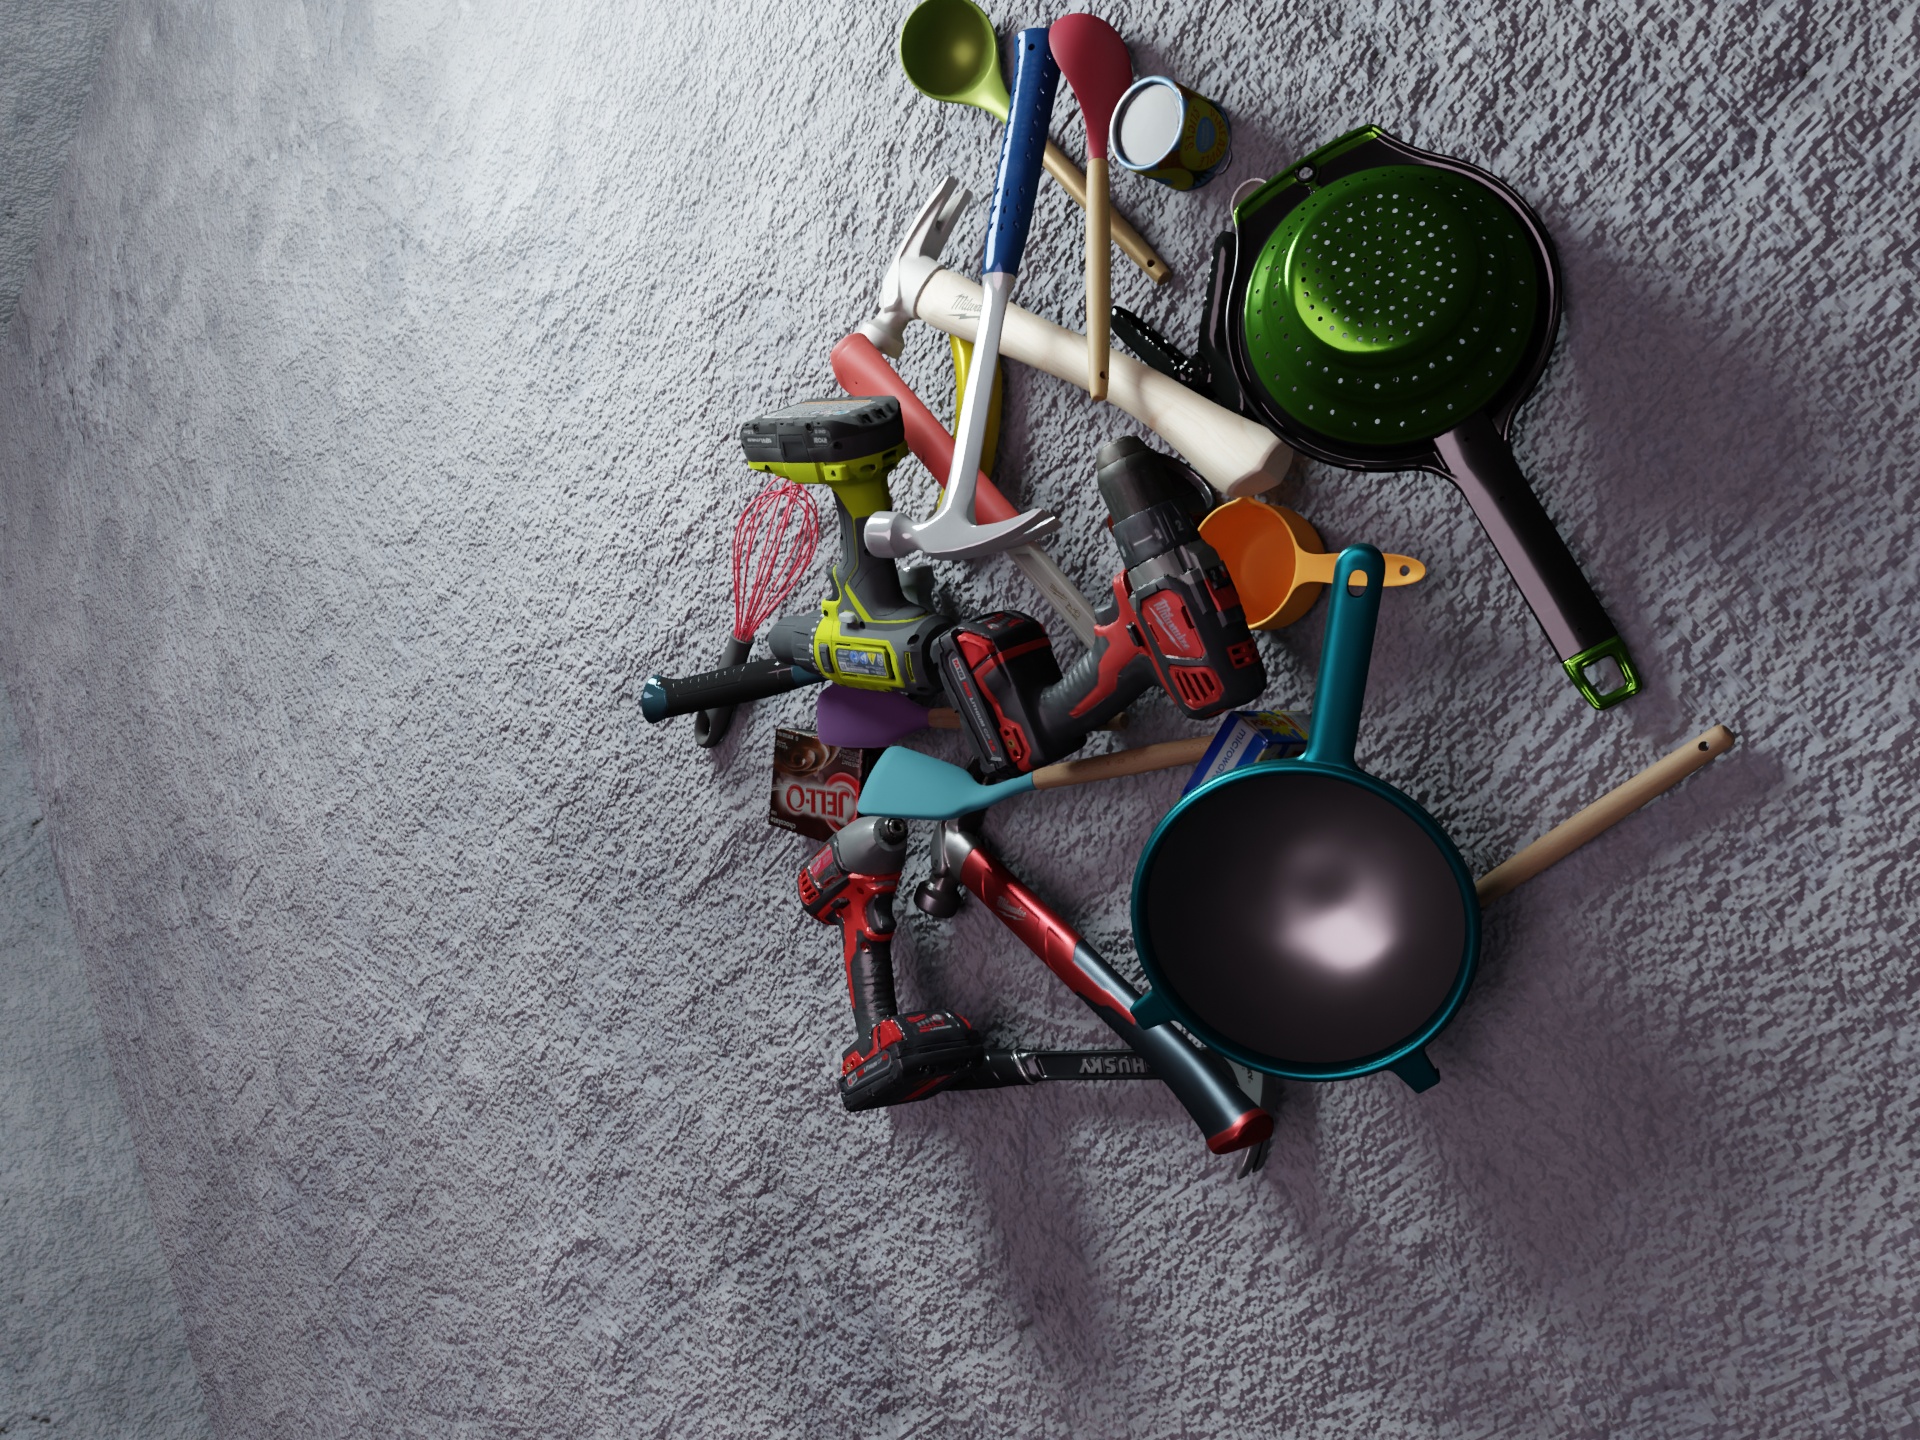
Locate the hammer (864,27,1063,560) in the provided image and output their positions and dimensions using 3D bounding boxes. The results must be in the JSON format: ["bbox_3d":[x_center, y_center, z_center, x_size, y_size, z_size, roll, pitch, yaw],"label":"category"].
[{"bbox_3d":[0.032,-0.311,1.152,0.144,0.035,0.405,5,79,30],"label":"hammer"}]

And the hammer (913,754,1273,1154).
[{"bbox_3d":[0.093,0.167,1.151,0.387,0.038,0.143,40,115,47],"label":"hammer"}]

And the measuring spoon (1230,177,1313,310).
[{"bbox_3d":[0.221,-0.315,1.094,0.034,0.018,0.124,-27,80,39],"label":"measuring spoon"}]

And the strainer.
[{"bbox_3d":[0.225,0.053,0.988,0.211,0.095,0.340,10,108,16],"label":"strainer"}]

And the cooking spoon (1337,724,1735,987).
[{"bbox_3d":[0.338,0.097,0.986,0.318,0.017,0.069,-44,63,35],"label":"cooking spoon"}]

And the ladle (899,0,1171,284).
[{"bbox_3d":[0.058,-0.441,1.211,0.078,0.062,0.320,-43,65,16],"label":"ladle"}]

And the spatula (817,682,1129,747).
[{"bbox_3d":[-0.002,-0.004,1.246,0.316,0.018,0.060,2,93,40],"label":"spatula"}]

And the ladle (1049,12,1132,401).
[{"bbox_3d":[0.096,-0.373,1.132,0.031,0.069,0.316,151,123,-62],"label":"ladle"}]

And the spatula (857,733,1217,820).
[{"bbox_3d":[0.074,0.032,1.171,0.317,0.082,0.044,-12,122,28],"label":"spatula"}]

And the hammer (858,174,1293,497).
[{"bbox_3d":[0.083,-0.273,1.155,0.411,0.038,0.146,37,103,38],"label":"hammer"}]

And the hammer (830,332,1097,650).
[{"bbox_3d":[0.021,-0.167,1.191,0.359,0.036,0.149,51,145,18],"label":"hammer"}]

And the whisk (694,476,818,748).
[{"bbox_3d":[-0.192,-0.093,1.446,0.073,0.073,0.295,46,126,32],"label":"whisk"}]

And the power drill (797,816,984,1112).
[{"bbox_3d":[-0.061,0.186,1.264,0.143,0.078,0.220,-44,55,48],"label":"power drill"}]

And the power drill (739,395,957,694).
[{"bbox_3d":[-0.098,-0.133,1.254,0.191,0.080,0.228,8,118,41],"label":"power drill"}]

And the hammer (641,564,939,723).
[{"bbox_3d":[-0.152,-0.042,1.388,0.331,0.033,0.128,-10,89,33],"label":"hammer"}]

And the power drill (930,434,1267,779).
[{"bbox_3d":[0.084,-0.069,1.072,0.226,0.080,0.188,-25,88,44],"label":"power drill"}]

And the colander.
[{"bbox_3d":[0.291,-0.187,0.943,0.204,0.094,0.397,-30,78,15],"label":"colander"}]

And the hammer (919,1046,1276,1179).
[{"bbox_3d":[0.067,0.271,1.226,0.409,0.036,0.149,-13,83,42],"label":"hammer"}]

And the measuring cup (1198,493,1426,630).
[{"bbox_3d":[0.236,-0.100,1.056,0.174,0.052,0.095,7,95,40],"label":"measuring cup"}]
